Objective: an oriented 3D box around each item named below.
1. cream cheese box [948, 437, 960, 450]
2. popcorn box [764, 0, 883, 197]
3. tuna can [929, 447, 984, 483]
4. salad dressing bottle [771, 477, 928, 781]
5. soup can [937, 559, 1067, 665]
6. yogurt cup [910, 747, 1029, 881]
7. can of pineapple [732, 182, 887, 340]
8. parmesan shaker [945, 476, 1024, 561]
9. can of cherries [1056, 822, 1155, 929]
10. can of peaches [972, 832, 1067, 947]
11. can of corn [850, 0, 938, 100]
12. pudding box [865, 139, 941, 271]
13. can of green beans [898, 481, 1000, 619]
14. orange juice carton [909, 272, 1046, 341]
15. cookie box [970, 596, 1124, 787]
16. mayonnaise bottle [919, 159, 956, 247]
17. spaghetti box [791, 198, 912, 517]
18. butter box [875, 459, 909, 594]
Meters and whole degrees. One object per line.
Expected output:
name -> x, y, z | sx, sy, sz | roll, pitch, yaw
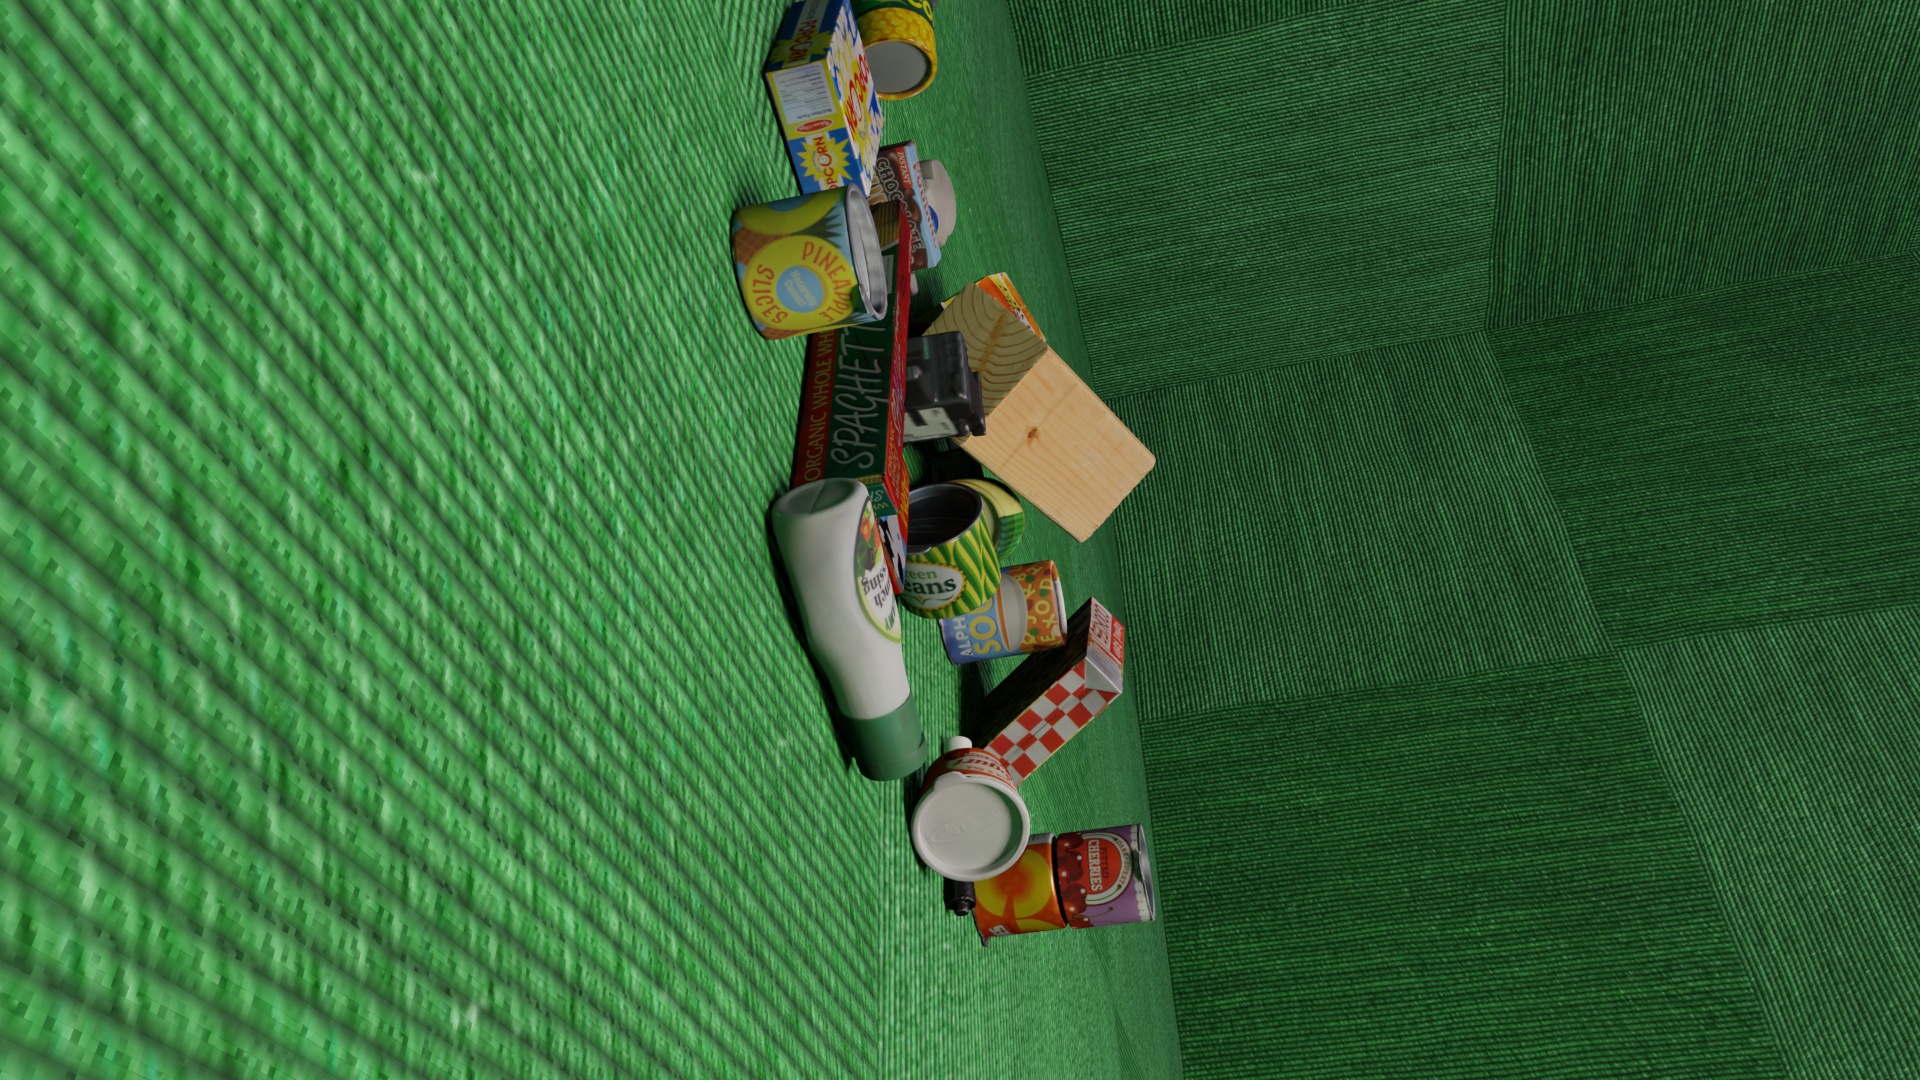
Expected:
cream cheese box -> 0.006, -0.106, 1.204 | 0.104, 0.024, 0.053 | -48, 128, -78
popcorn box -> -0.078, -0.262, 0.823 | 0.127, 0.038, 0.084 | -87, 165, -52
tuna can -> 0.000, -0.038, 1.074 | 0.071, 0.033, 0.071 | -12, 92, -80
salad dressing bottle -> -0.049, 0.045, 0.661 | 0.064, 0.044, 0.147 | -78, 156, -63
soup can -> 0.030, 0.052, 1.007 | 0.071, 0.084, 0.071 | -12, 92, -80
yogurt cup -> 0.005, 0.157, 0.814 | 0.054, 0.072, 0.072 | -97, 175, -73
can of pineapple -> -0.072, -0.132, 0.667 | 0.071, 0.058, 0.071 | -12, 92, -80
parmesan shaker -> 0.004, -0.012, 0.982 | 0.103, 0.071, 0.071 | -19, 100, -80
can of cherries -> 0.099, 0.228, 0.949 | 0.071, 0.058, 0.071 | -11, 92, -80
can of peaches -> 0.041, 0.239, 0.953 | 0.071, 0.058, 0.071 | -12, 92, -81
can of corn -> -0.049, -0.362, 1.003 | 0.071, 0.071, 0.058 | 61, 22, -64
pudding box -> -0.046, -0.222, 0.937 | 0.030, 0.049, 0.083 | -75, 154, -66
can of green beans -> -0.013, 0.006, 0.851 | 0.071, 0.071, 0.057 | -87, 165, -53
orange juice carton -> 0.015, -0.166, 1.117 | 0.071, 0.073, 0.193 | 58, 12, -6
cookie box -> 0.066, 0.115, 1.037 | 0.040, 0.122, 0.168 | 45, 13, -3
mayonnaise bottle -> -0.032, -0.257, 1.092 | 0.149, 0.041, 0.064 | -76, 154, -65
spaghetti box -> -0.056, -0.104, 0.758 | 0.251, 0.050, 0.028 | -90, 166, -45
butter box -> -0.048, -0.021, 0.795 | 0.104, 0.024, 0.053 | -90, 166, -47
